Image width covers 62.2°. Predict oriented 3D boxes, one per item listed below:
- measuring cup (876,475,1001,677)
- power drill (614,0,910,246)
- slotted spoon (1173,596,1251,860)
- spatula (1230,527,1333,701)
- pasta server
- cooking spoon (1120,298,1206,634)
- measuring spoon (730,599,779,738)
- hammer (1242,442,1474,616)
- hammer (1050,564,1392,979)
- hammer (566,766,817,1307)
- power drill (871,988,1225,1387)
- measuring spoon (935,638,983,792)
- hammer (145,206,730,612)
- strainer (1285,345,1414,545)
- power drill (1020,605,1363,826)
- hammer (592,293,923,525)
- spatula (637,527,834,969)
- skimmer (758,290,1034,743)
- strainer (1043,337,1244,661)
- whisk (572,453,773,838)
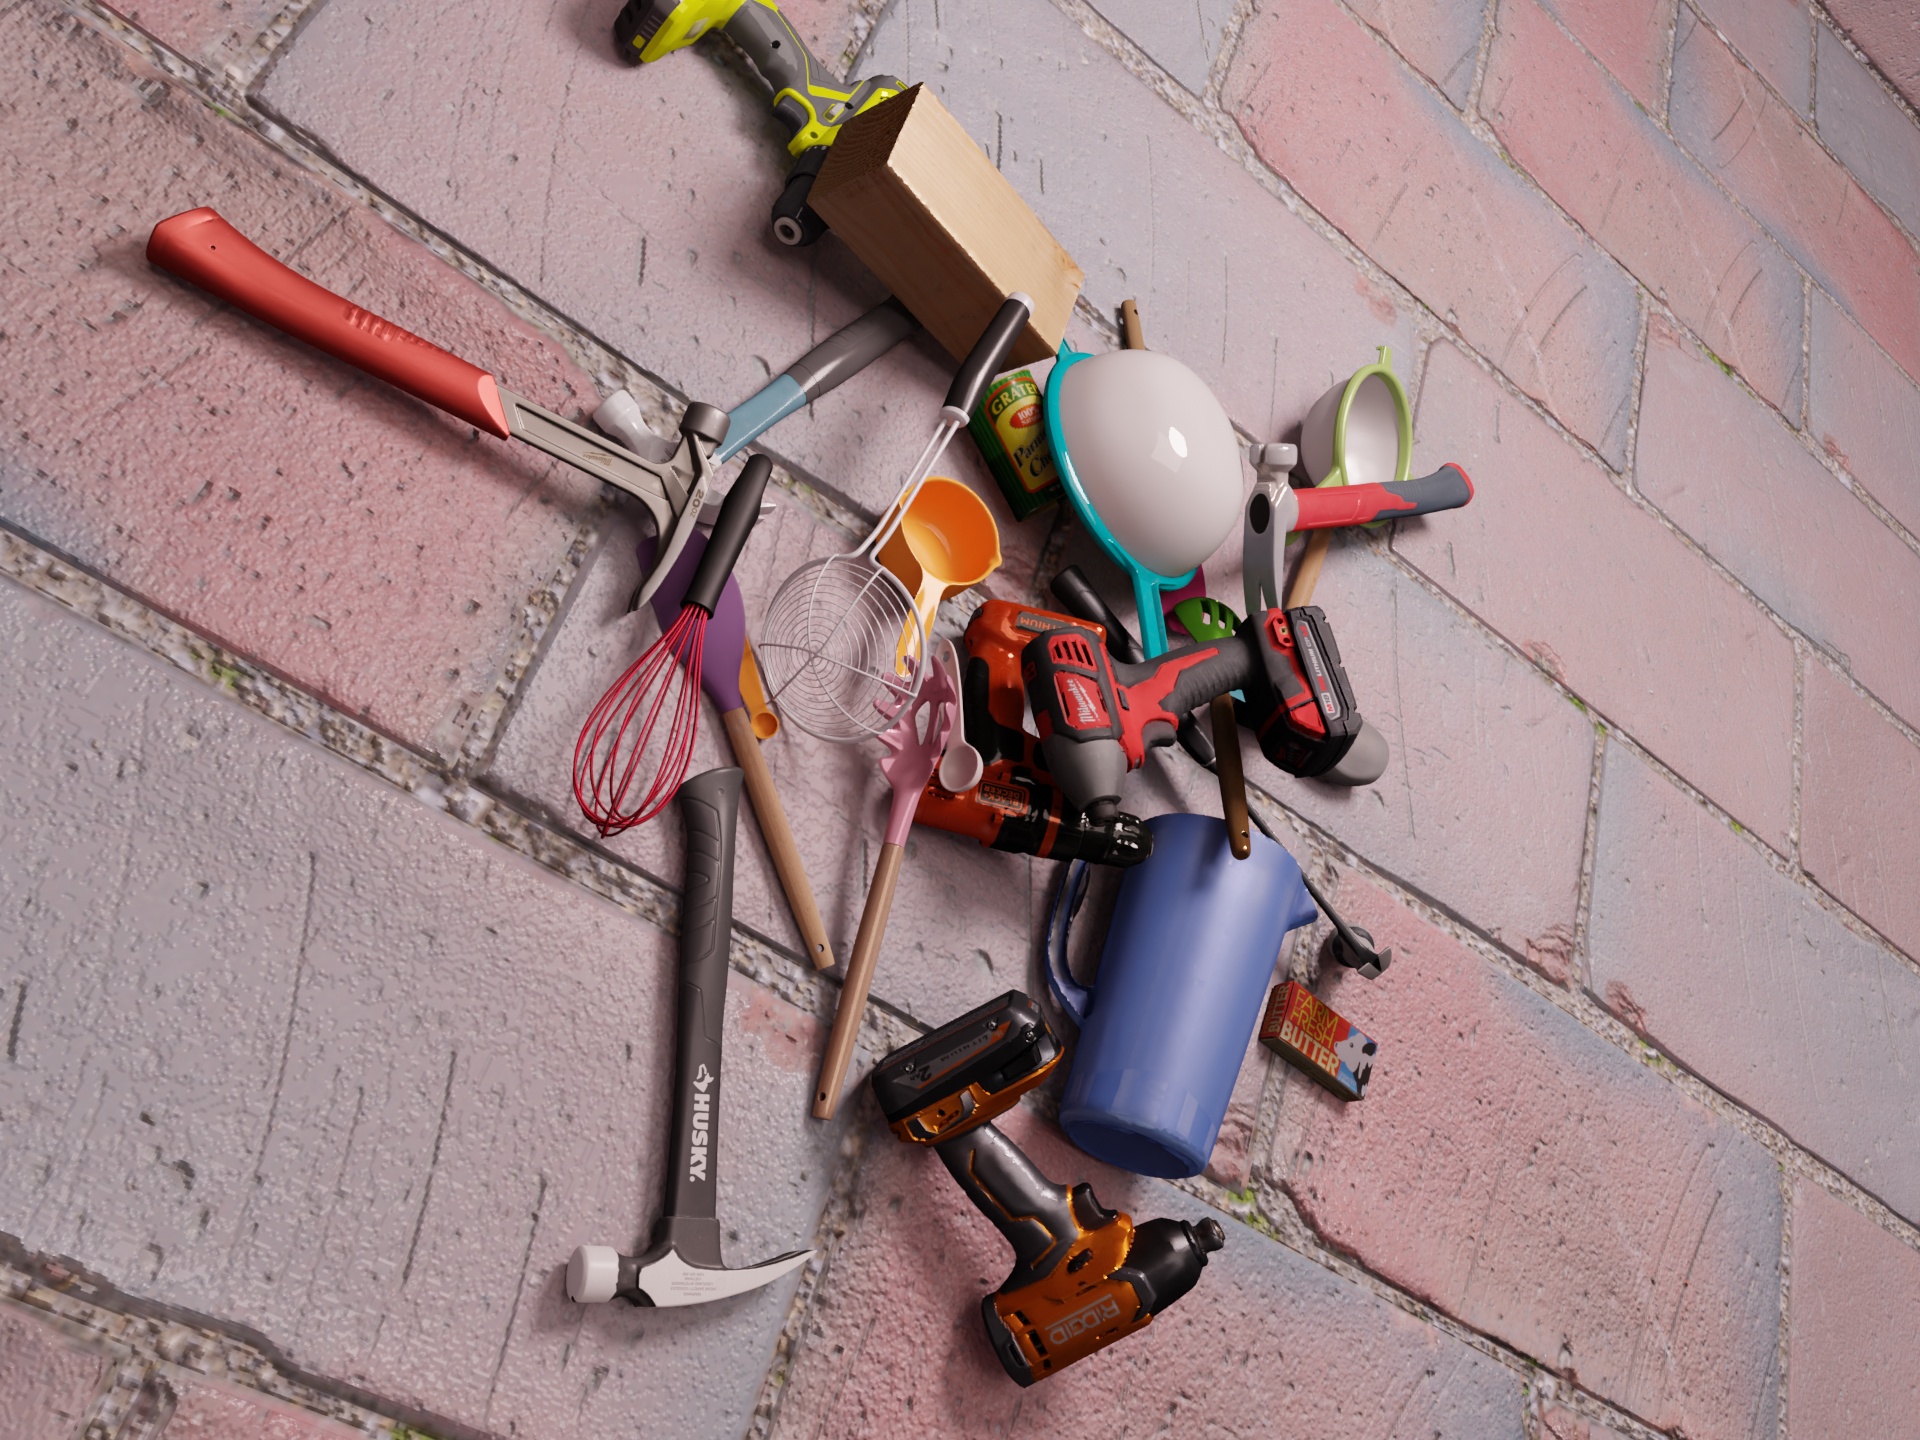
[{"bbox_3d":[-0.032,-0.098,1.178,0.095,0.052,0.174,30,60,-22],"label":"measuring cup"},{"bbox_3d":[-0.149,-0.488,1.231,0.228,0.080,0.191,43,54,-18],"label":"power drill"},{"bbox_3d":[0.203,-0.005,1.225,0.070,0.031,0.314,22,37,-14],"label":"slotted spoon"},{"bbox_3d":[0.298,-0.098,1.395,0.082,0.044,0.318,24,49,4],"label":"spatula"},{"bbox_3d":[-0.056,0.108,1.066,0.040,0.060,0.316,39,60,-53],"label":"pasta server"},{"bbox_3d":[0.170,-0.224,1.387,0.068,0.017,0.319,7,69,-40],"label":"cooking spoon"},{"bbox_3d":[-0.152,-0.041,1.097,0.021,0.011,0.117,-21,82,-8],"label":"measuring spoon"},{"bbox_3d":[0.364,-0.179,1.423,0.386,0.038,0.143,-13,108,-48],"label":"hammer"},{"bbox_3d":[0.206,0.043,1.263,0.036,0.149,0.409,-39,90,3],"label":"hammer"},{"bbox_3d":[-0.157,0.188,0.991,0.146,0.035,0.335,13,65,-30],"label":"hammer"},{"bbox_3d":[0.058,0.294,1.029,0.164,0.084,0.226,-28,88,3],"label":"power drill"},{"bbox_3d":[-0.002,-0.004,1.122,0.018,0.034,0.124,29,44,-46],"label":"measuring spoon"},{"bbox_3d":[-0.331,-0.207,1.008,0.358,0.037,0.149,26,79,-20],"label":"hammer"},{"bbox_3d":[0.332,-0.228,1.462,0.256,0.069,0.151,-43,126,-37],"label":"strainer"},{"bbox_3d":[0.160,-0.004,1.125,0.219,0.078,0.143,-7,66,-13],"label":"power drill"},{"bbox_3d":[-0.118,-0.254,1.189,0.128,0.033,0.331,51,52,-7],"label":"hammer"},{"bbox_3d":[-0.143,0.017,1.073,0.060,0.018,0.316,-19,84,-14],"label":"spatula"},{"bbox_3d":[-0.026,-0.153,1.136,0.363,0.127,0.090,-62,155,-26],"label":"skimmer"},{"bbox_3d":[0.170,-0.161,1.246,0.210,0.095,0.341,26,49,-43],"label":"strainer"},{"bbox_3d":[-0.179,-0.056,1.038,0.073,0.073,0.296,30,62,-23],"label":"whisk"}]
